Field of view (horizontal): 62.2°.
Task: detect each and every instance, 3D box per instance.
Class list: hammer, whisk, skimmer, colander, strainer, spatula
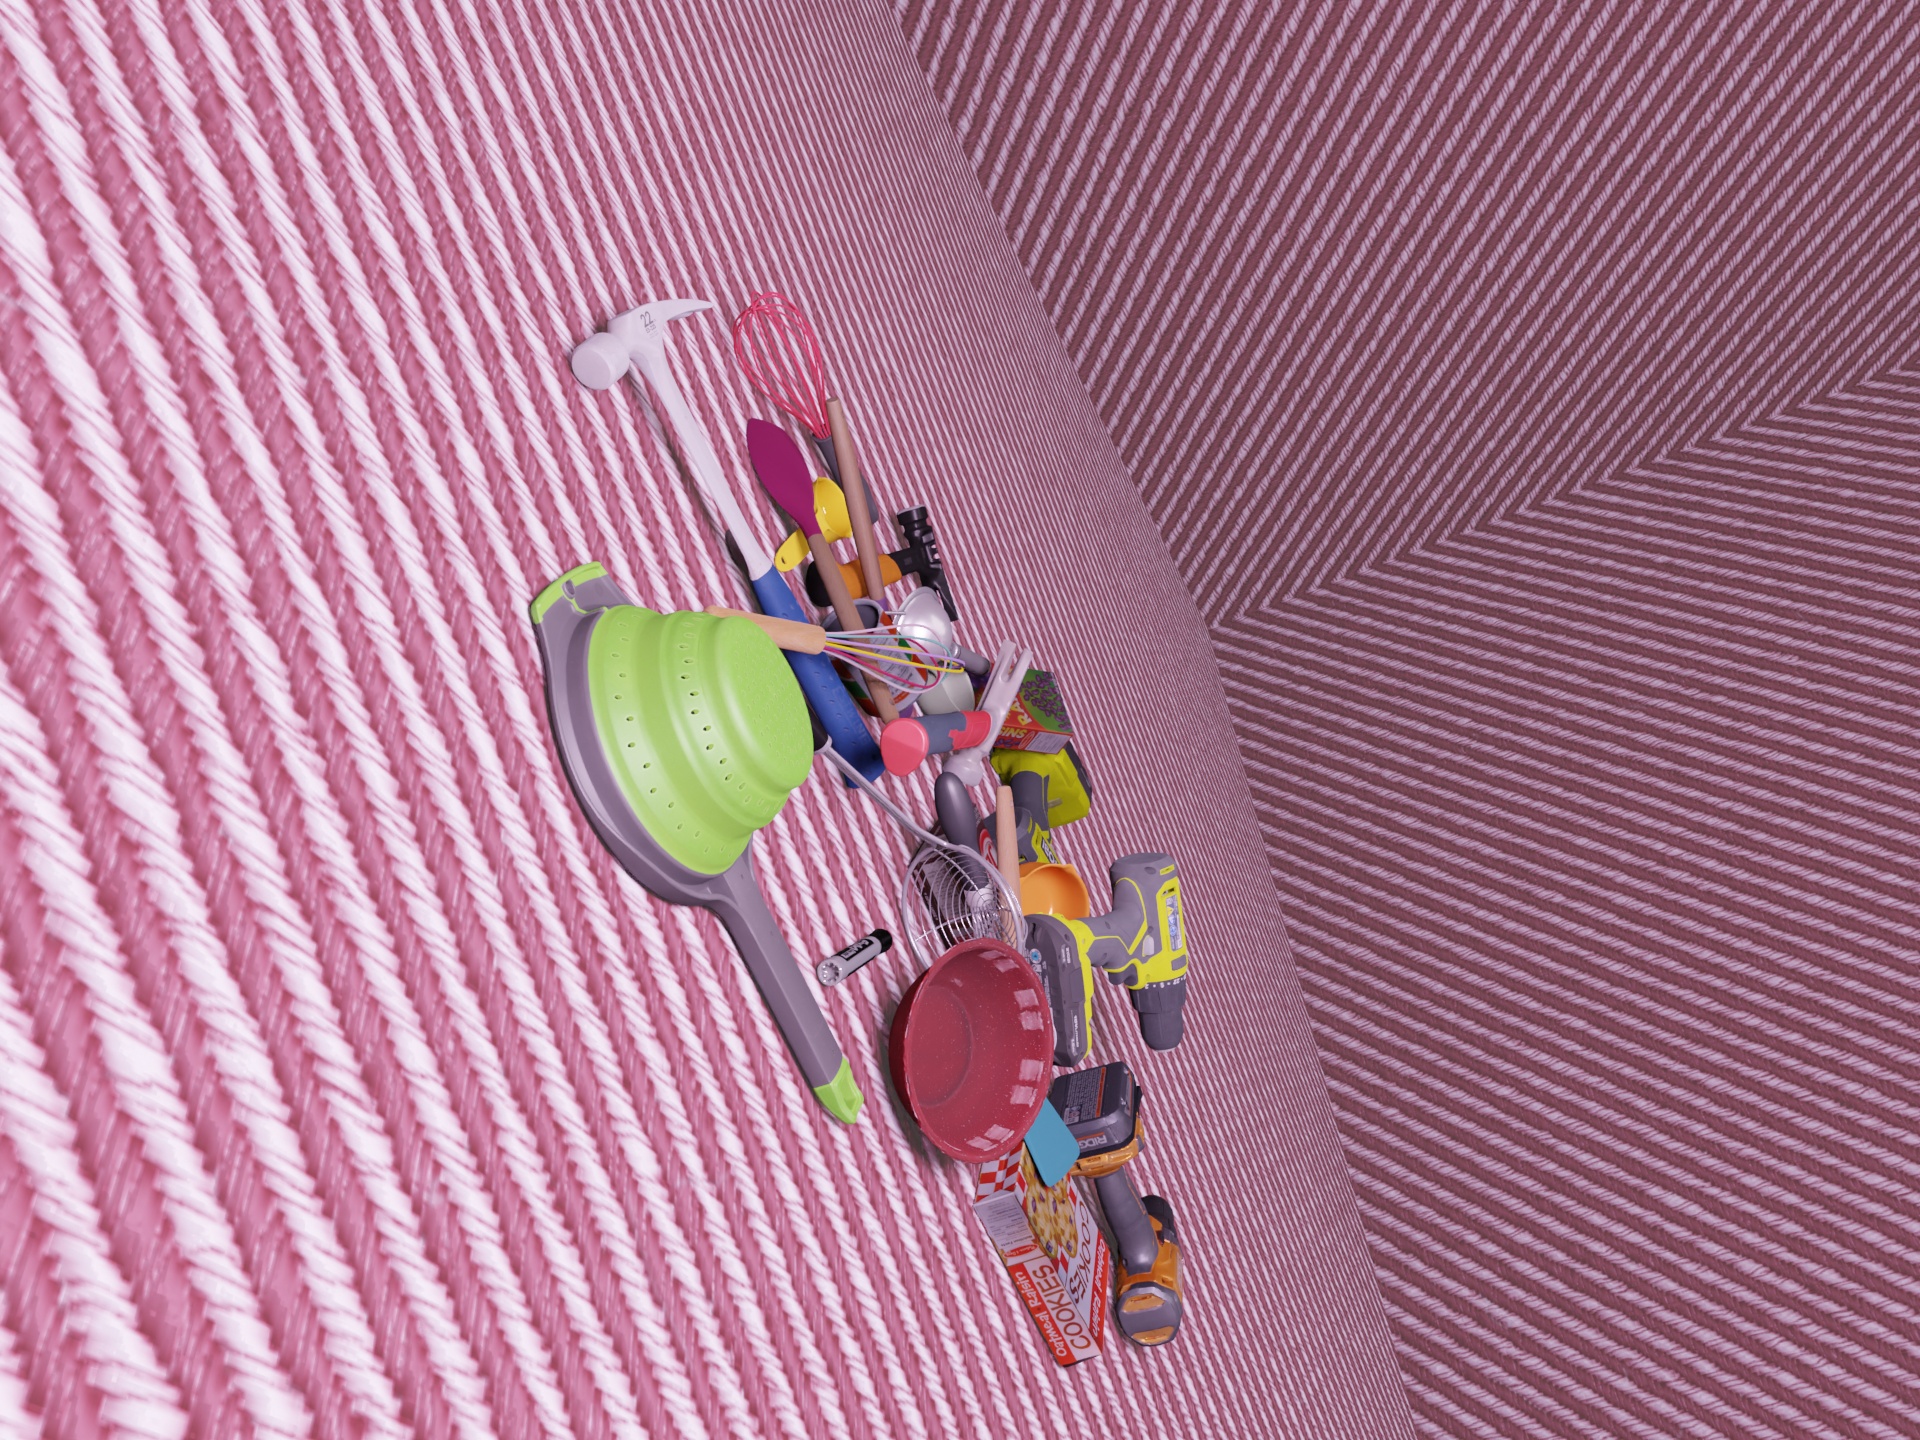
[{"bbox_3d":[-0.073,-0.134,1.506,0.337,0.034,0.127,-35,109,-72],"label":"hammer"},{"bbox_3d":[-0.134,-0.278,1.465,0.295,0.073,0.073,60,17,-52],"label":"whisk"},{"bbox_3d":[-0.077,0.077,1.179,0.363,0.127,0.090,46,56,-31],"label":"skimmer"},{"bbox_3d":[-0.152,-0.125,1.200,0.405,0.035,0.144,64,33,-26],"label":"hammer"},{"bbox_3d":[-0.120,0.074,0.986,0.397,0.094,0.204,65,16,-15],"label":"colander"},{"bbox_3d":[-0.093,-0.057,1.201,0.244,0.051,0.047,9,43,-42],"label":"whisk"},{"bbox_3d":[-0.002,-0.004,1.355,0.143,0.038,0.386,-66,172,5],"label":"hammer"},{"bbox_3d":[-0.010,-0.067,1.486,0.258,0.050,0.087,20,87,-70],"label":"strainer"},{"bbox_3d":[0.055,0.210,1.284,0.082,0.044,0.317,-15,102,-66],"label":"spatula"},{"bbox_3d":[0.023,0.171,1.316,0.070,0.070,0.284,-71,148,-66],"label":"whisk"},{"bbox_3d":[-0.078,-0.129,1.385,0.060,0.018,0.315,-58,143,-52],"label":"spatula"}]

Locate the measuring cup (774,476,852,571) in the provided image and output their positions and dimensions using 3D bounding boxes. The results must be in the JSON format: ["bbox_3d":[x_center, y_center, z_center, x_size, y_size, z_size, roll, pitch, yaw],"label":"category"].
[{"bbox_3d":[-0.137,-0.161,1.374,0.062,0.029,0.157,61,29,-19],"label":"measuring cup"}]

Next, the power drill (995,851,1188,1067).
[{"bbox_3d":[0.135,0.238,1.478,0.228,0.080,0.190,-14,99,-49],"label":"power drill"}]

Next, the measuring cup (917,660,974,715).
[{"bbox_3d":[-0.043,-0.047,1.516,0.167,0.038,0.083,30,42,-55],"label":"measuring cup"}]

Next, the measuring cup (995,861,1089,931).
[{"bbox_3d":[0.041,0.158,1.503,0.173,0.052,0.095,32,74,-25],"label":"measuring cup"}]

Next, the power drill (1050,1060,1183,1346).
[{"bbox_3d":[0.154,0.435,1.483,0.185,0.084,0.226,-60,132,-73],"label":"power drill"}]

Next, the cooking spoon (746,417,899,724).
[{"bbox_3d":[-0.111,-0.130,1.314,0.068,0.017,0.319,9,49,-48],"label":"cooking spoon"}]

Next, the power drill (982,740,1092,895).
[{"bbox_3d":[0.084,0.115,1.661,0.171,0.080,0.223,59,22,-30],"label":"power drill"}]

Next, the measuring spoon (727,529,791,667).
[{"bbox_3d":[-0.148,-0.096,1.244,0.124,0.018,0.034,66,16,-11],"label":"measuring spoon"}]
